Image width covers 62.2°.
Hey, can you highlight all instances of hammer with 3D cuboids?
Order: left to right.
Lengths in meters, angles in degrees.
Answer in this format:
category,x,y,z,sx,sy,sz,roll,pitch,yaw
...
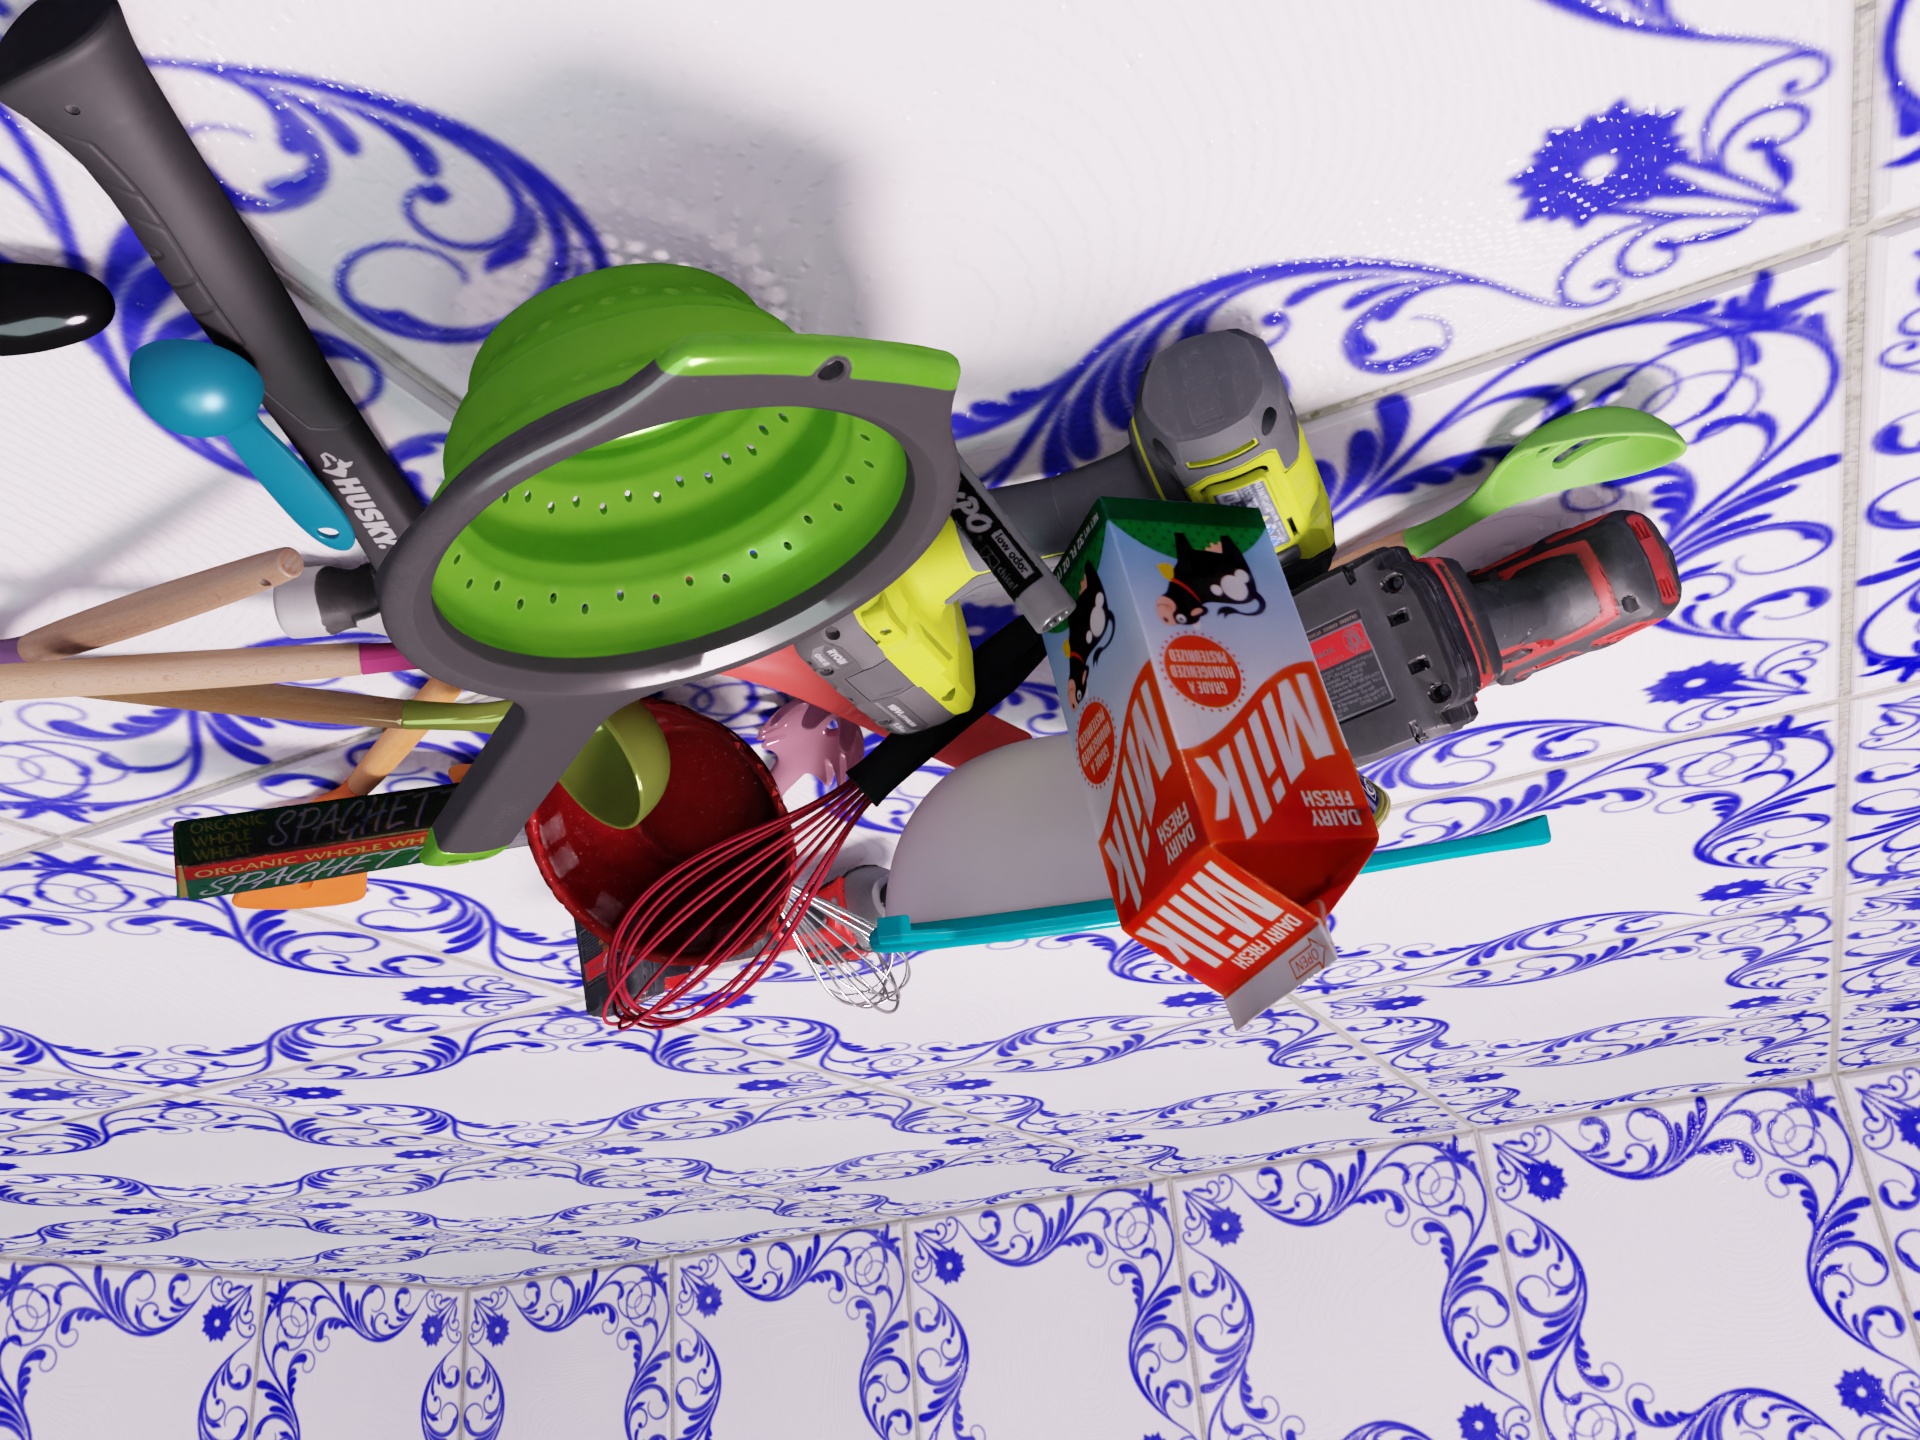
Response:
category,x,y,z,sx,sy,sz,roll,pitch,yaw
hammer,-0.236,-0.121,0.580,0.146,0.035,0.334,-4,155,0
hammer,-0.001,-0.003,0.841,0.358,0.037,0.149,26,106,-37

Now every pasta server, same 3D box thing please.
category,x,y,z,sx,sy,sz,roll,pitch,yaw
pasta server,-0.126,0.056,0.981,0.060,0.040,0.316,32,148,-9

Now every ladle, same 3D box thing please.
category,x,y,z,sx,sy,sz,roll,pitch,yaw
ladle,-0.302,0.003,0.777,0.320,0.062,0.078,6,133,-5

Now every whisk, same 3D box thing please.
category,x,y,z,sx,sy,sz,roll,pitch,yaw
whisk,-0.425,-0.125,0.514,0.284,0.070,0.070,-7,156,-8
whisk,-0.113,0.103,0.983,0.058,0.059,0.246,-32,120,16
whisk,-0.063,0.047,0.783,0.296,0.073,0.073,-42,153,-5

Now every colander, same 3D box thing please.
category,x,y,z,sx,sy,sz,roll,pitch,yaw
colander,-0.153,-0.056,0.626,0.204,0.095,0.397,-6,156,-38

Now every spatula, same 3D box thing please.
category,x,y,z,sx,sy,sz,roll,pitch,yaw
spatula,-0.401,-0.038,0.709,0.316,0.018,0.059,-10,145,30
spatula,-0.327,0.035,0.892,0.081,0.041,0.322,2,155,-39

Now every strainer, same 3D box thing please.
category,x,y,z,sx,sy,sz,roll,pitch,yaw
strainer,0.117,0.045,0.789,0.340,0.095,0.211,-9,174,0

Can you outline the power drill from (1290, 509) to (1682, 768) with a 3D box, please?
category,x,y,z,sx,sy,sz,roll,pitch,yaw
power drill,0.211,-0.030,0.753,0.226,0.080,0.188,-16,172,-42

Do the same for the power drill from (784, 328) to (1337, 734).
category,x,y,z,sx,sy,sz,roll,pitch,yaw
power drill,0.048,-0.071,0.698,0.223,0.080,0.171,-17,152,17

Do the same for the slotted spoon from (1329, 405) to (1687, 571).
category,x,y,z,sx,sy,sz,roll,pitch,yaw
slotted spoon,0.197,-0.076,0.772,0.070,0.031,0.314,7,155,-40

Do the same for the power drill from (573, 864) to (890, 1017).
category,x,y,z,sx,sy,sz,roll,pitch,yaw
power drill,-0.140,0.141,1.083,0.219,0.079,0.143,-5,166,-28

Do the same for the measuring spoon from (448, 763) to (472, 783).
category,x,y,z,sx,sy,sz,roll,pitch,yaw
measuring spoon,-0.242,0.024,0.918,0.117,0.011,0.021,-11,155,12

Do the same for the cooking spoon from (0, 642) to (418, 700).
category,x,y,z,sx,sy,sz,roll,pitch,yaw
cooking spoon,-0.301,-0.026,0.724,0.318,0.017,0.069,-5,-170,-19

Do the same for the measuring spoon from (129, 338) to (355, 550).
category,x,y,z,sx,sy,sz,roll,pitch,yaw
measuring spoon,-0.253,-0.090,0.576,0.042,0.021,0.128,-6,154,5
